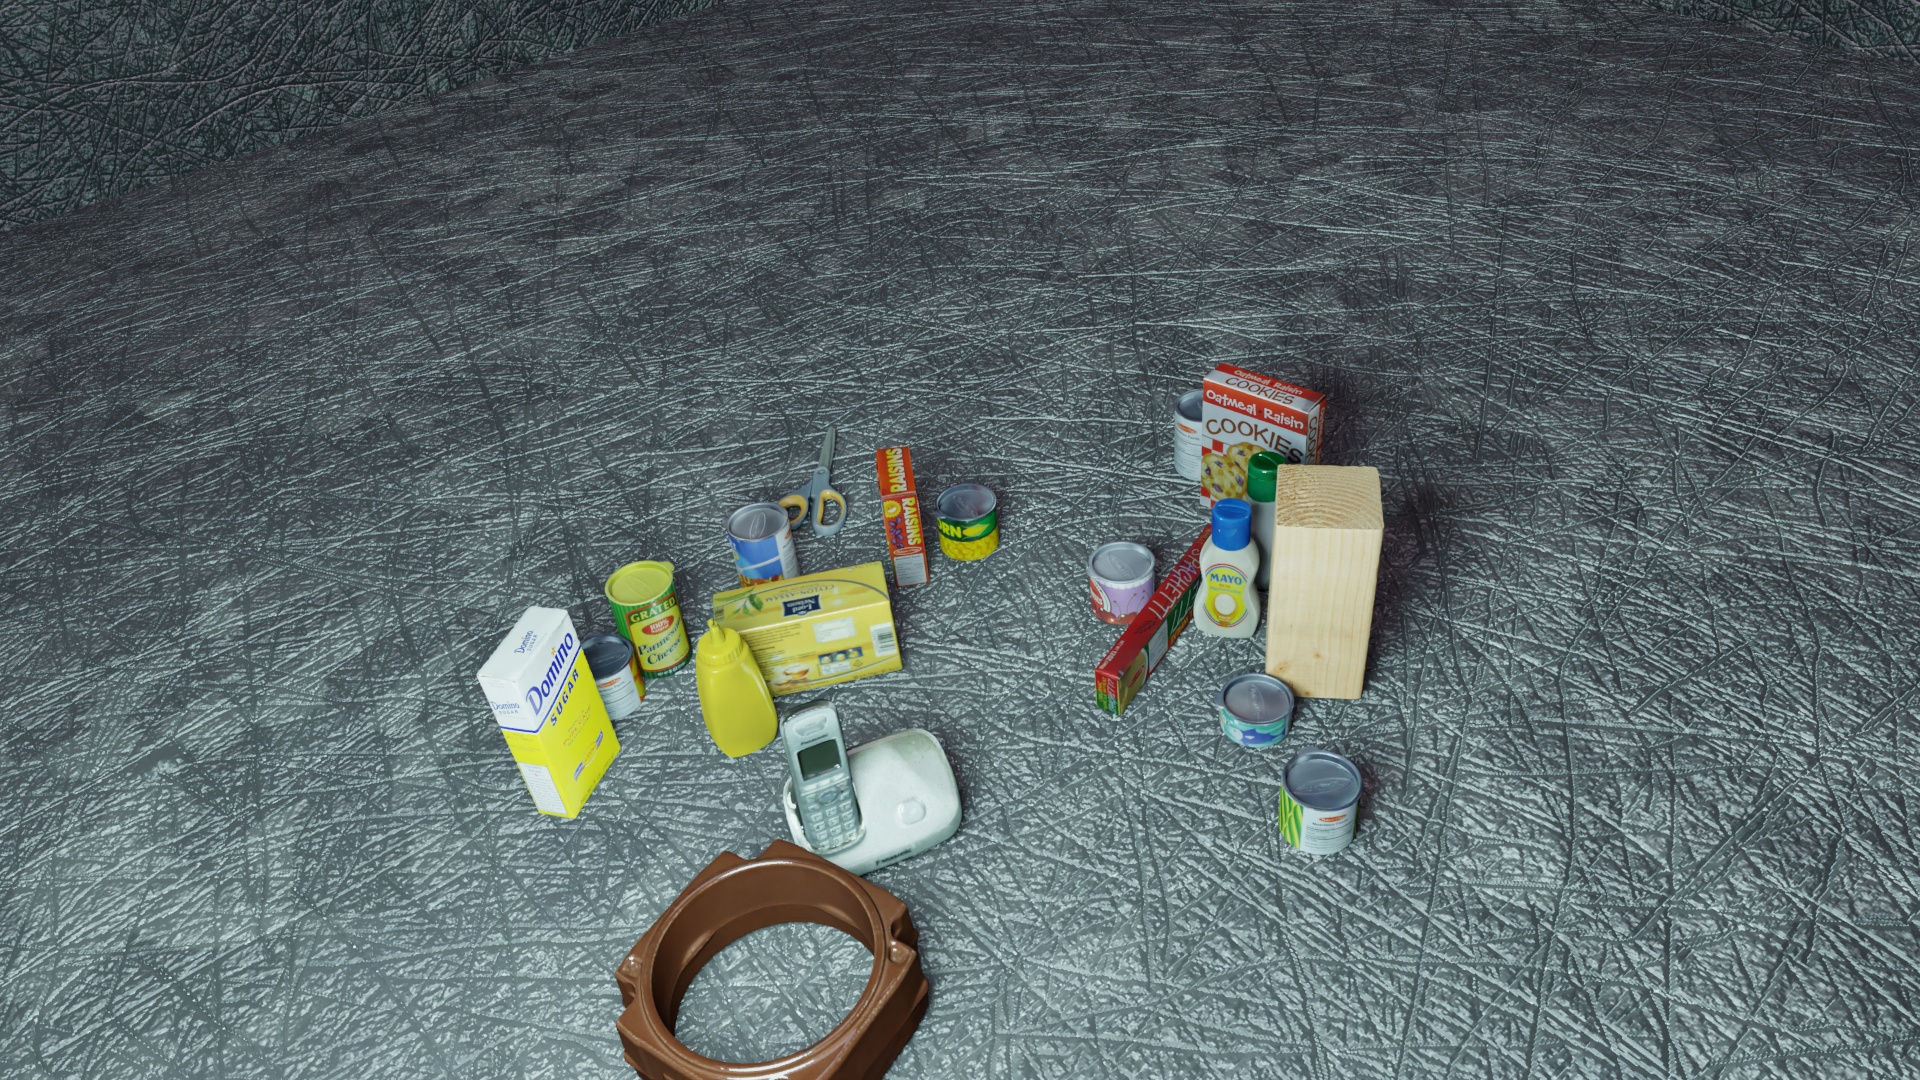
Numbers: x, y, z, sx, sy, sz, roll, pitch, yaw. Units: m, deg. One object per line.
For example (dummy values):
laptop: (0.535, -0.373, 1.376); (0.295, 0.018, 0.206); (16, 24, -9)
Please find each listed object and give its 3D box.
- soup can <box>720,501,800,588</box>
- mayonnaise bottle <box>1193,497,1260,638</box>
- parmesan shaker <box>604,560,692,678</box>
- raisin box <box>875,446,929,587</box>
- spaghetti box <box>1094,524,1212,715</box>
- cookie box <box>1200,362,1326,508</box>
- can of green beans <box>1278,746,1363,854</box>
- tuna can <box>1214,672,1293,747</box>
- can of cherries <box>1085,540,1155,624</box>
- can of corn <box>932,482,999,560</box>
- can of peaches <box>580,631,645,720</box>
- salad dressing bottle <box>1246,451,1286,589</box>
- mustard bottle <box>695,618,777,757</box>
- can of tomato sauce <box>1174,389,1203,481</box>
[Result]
soup can: (-0.211, 0.011, 1.472); (0.071, 0.083, 0.072); (-4, 39, 3)
mayonnaise bottle: (0.258, 0.027, 1.337); (0.065, 0.147, 0.041); (9, 41, 18)
parmesan shaker: (-0.307, 0.079, 1.386); (0.071, 0.102, 0.072); (-4, 39, 3)
raisin box: (-0.062, -0.025, 1.465); (0.040, 0.122, 0.086); (-8, 39, -2)
spaghetti box: (0.204, 0.073, 1.366); (0.029, 0.050, 0.251); (19, 45, 28)
cookie box: (0.316, -0.094, 1.464); (0.123, 0.166, 0.040); (24, 48, 32)
can of green beans: (0.301, 0.220, 1.164); (0.071, 0.057, 0.071); (-4, 39, 3)
tuna can: (0.267, 0.155, 1.269); (0.071, 0.032, 0.071); (-4, 39, 3)
can of cherries: (0.161, 0.043, 1.401); (0.071, 0.058, 0.072); (-4, 39, 3)
can of corn: (0.005, -0.019, 1.500); (0.071, 0.058, 0.071); (-4, 39, 3)
can of peaches: (-0.347, 0.133, 1.360); (0.071, 0.057, 0.071); (-4, 39, 3)
salad dressing bottle: (0.304, -0.020, 1.389); (0.044, 0.146, 0.064); (-24, 42, -20)
mustard bottle: (-0.210, 0.127, 1.267); (0.065, 0.159, 0.049); (-21, 41, -18)
can of tomato sauce: (0.276, -0.119, 1.568); (0.071, 0.082, 0.071); (-4, 39, 3)
